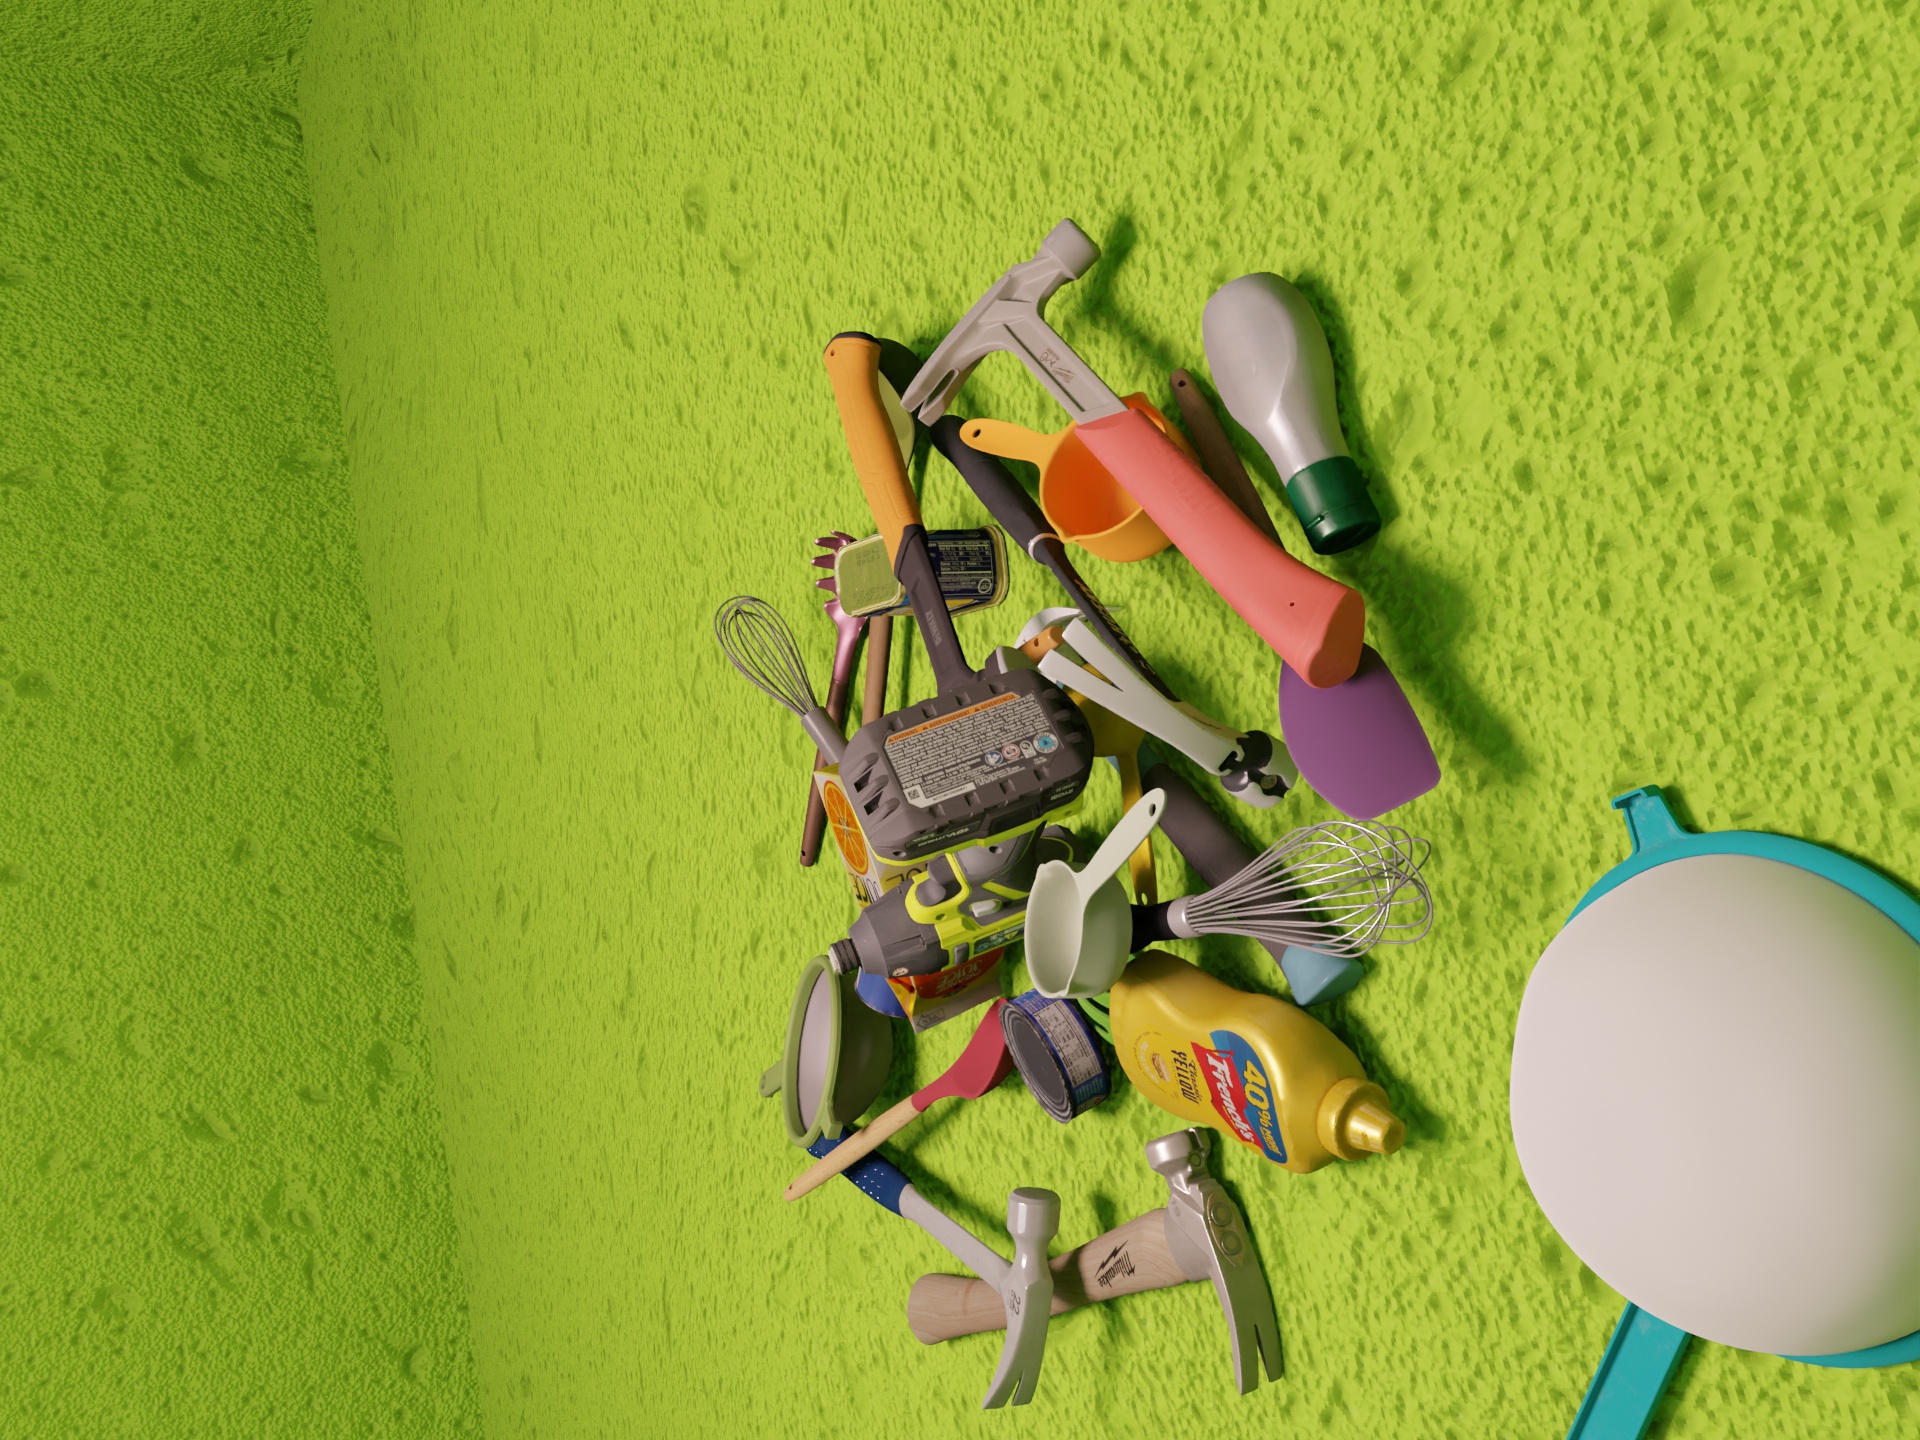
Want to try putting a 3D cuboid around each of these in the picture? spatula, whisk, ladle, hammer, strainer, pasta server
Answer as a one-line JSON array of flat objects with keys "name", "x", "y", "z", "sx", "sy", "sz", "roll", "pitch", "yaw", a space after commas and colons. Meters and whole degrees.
[{"name": "spatula", "x": -0.002, "y": -0.003, "z": 1.095, "sx": 0.322, "sy": 0.041, "sz": 0.081, "roll": -35, "pitch": 58, "yaw": 59}, {"name": "whisk", "x": 0.140, "y": 0.099, "z": 0.828, "sx": 0.284, "sy": 0.070, "sz": 0.070, "roll": -26, "pitch": 72, "yaw": 60}, {"name": "ladle", "x": -0.065, "y": -0.119, "z": 1.176, "sx": 0.078, "sy": 0.062, "sz": 0.320, "roll": 30, "pitch": 117, "yaw": 59}, {"name": "hammer", "x": -0.042, "y": -0.119, "z": 1.020, "sx": 0.127, "sy": 0.034, "sz": 0.337, "roll": -43, "pitch": 50, "yaw": 35}, {"name": "ladle", "x": -0.047, "y": 0.296, "z": 1.183, "sx": 0.315, "sy": 0.031, "sz": 0.069, "roll": -43, "pitch": 25, "yaw": 37}, {"name": "whisk", "x": -0.119, "y": -0.002, "z": 1.260, "sx": 0.239, "sy": 0.055, "sz": 0.055, "roll": 53, "pitch": 140, "yaw": 13}, {"name": "spatula", "x": 0.158, "y": -0.078, "z": 0.810, "sx": 0.060, "sy": 0.018, "sz": 0.316, "roll": -28, "pitch": 50, "yaw": 14}, {"name": "strainer", "x": -0.109, "y": 0.284, "z": 1.314, "sx": 0.256, "sy": 0.069, "sz": 0.152, "roll": 132, "pitch": 143, "yaw": -61}, {"name": "strainer", "x": 0.275, "y": 0.210, "z": 0.640, "sx": 0.211, "sy": 0.095, "sz": 0.340, "roll": 40, "pitch": 126, "yaw": 50}, {"name": "hammer", "x": -0.036, "y": 0.367, "z": 1.183, "sx": 0.406, "sy": 0.035, "sz": 0.144, "roll": -176, "pitch": 91, "yaw": -65}, {"name": "pasta server", "x": -0.108, "y": -0.010, "z": 1.297, "sx": 0.060, "sy": 0.040, "sz": 0.316, "roll": 35, "pitch": 126, "yaw": 35}, {"name": "hammer", "x": 0.091, "y": -0.133, "z": 0.850, "sx": 0.149, "sy": 0.036, "sz": 0.359, "roll": -46, "pitch": 48, "yaw": 15}, {"name": "hammer", "x": 0.120, "y": 0.045, "z": 0.933, "sx": 0.331, "sy": 0.033, "sz": 0.128, "roll": 52, "pitch": 137, "yaw": 42}, {"name": "hammer", "x": 0.066, "y": 0.389, "z": 1.068, "sx": 0.410, "sy": 0.038, "sz": 0.146, "roll": -44, "pitch": 58, "yaw": 53}, {"name": "hammer", "x": 0.051, "y": -0.094, "z": 0.928, "sx": 0.036, "sy": 0.149, "sz": 0.409, "roll": -52, "pitch": 33, "yaw": 15}]

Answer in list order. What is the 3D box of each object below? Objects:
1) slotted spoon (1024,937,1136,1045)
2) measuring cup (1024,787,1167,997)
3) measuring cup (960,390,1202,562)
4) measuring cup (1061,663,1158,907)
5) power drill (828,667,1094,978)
[{"name": "slotted spoon", "x": 0.037, "y": 0.136, "z": 1.091, "sx": 0.314, "sy": 0.031, "sz": 0.070, "roll": 32, "pitch": 126, "yaw": 55}, {"name": "measuring cup", "x": 0.084, "y": 0.089, "z": 0.854, "sx": 0.167, "sy": 0.038, "sz": 0.083, "roll": 121, "pitch": 148, "yaw": -44}, {"name": "measuring cup", "x": 0.069, "y": -0.147, "z": 0.938, "sx": 0.174, "sy": 0.052, "sz": 0.095, "roll": 26, "pitch": 89, "yaw": 46}, {"name": "measuring cup", "x": 0.089, "y": 0.042, "z": 0.923, "sx": 0.062, "sy": 0.029, "sz": 0.156, "roll": -13, "pitch": 86, "yaw": 60}, {"name": "power drill", "x": -0.001, "y": 0.077, "z": 0.934, "sx": 0.223, "sy": 0.171, "sz": 0.080, "roll": 89, "pitch": 157, "yaw": -57}]
